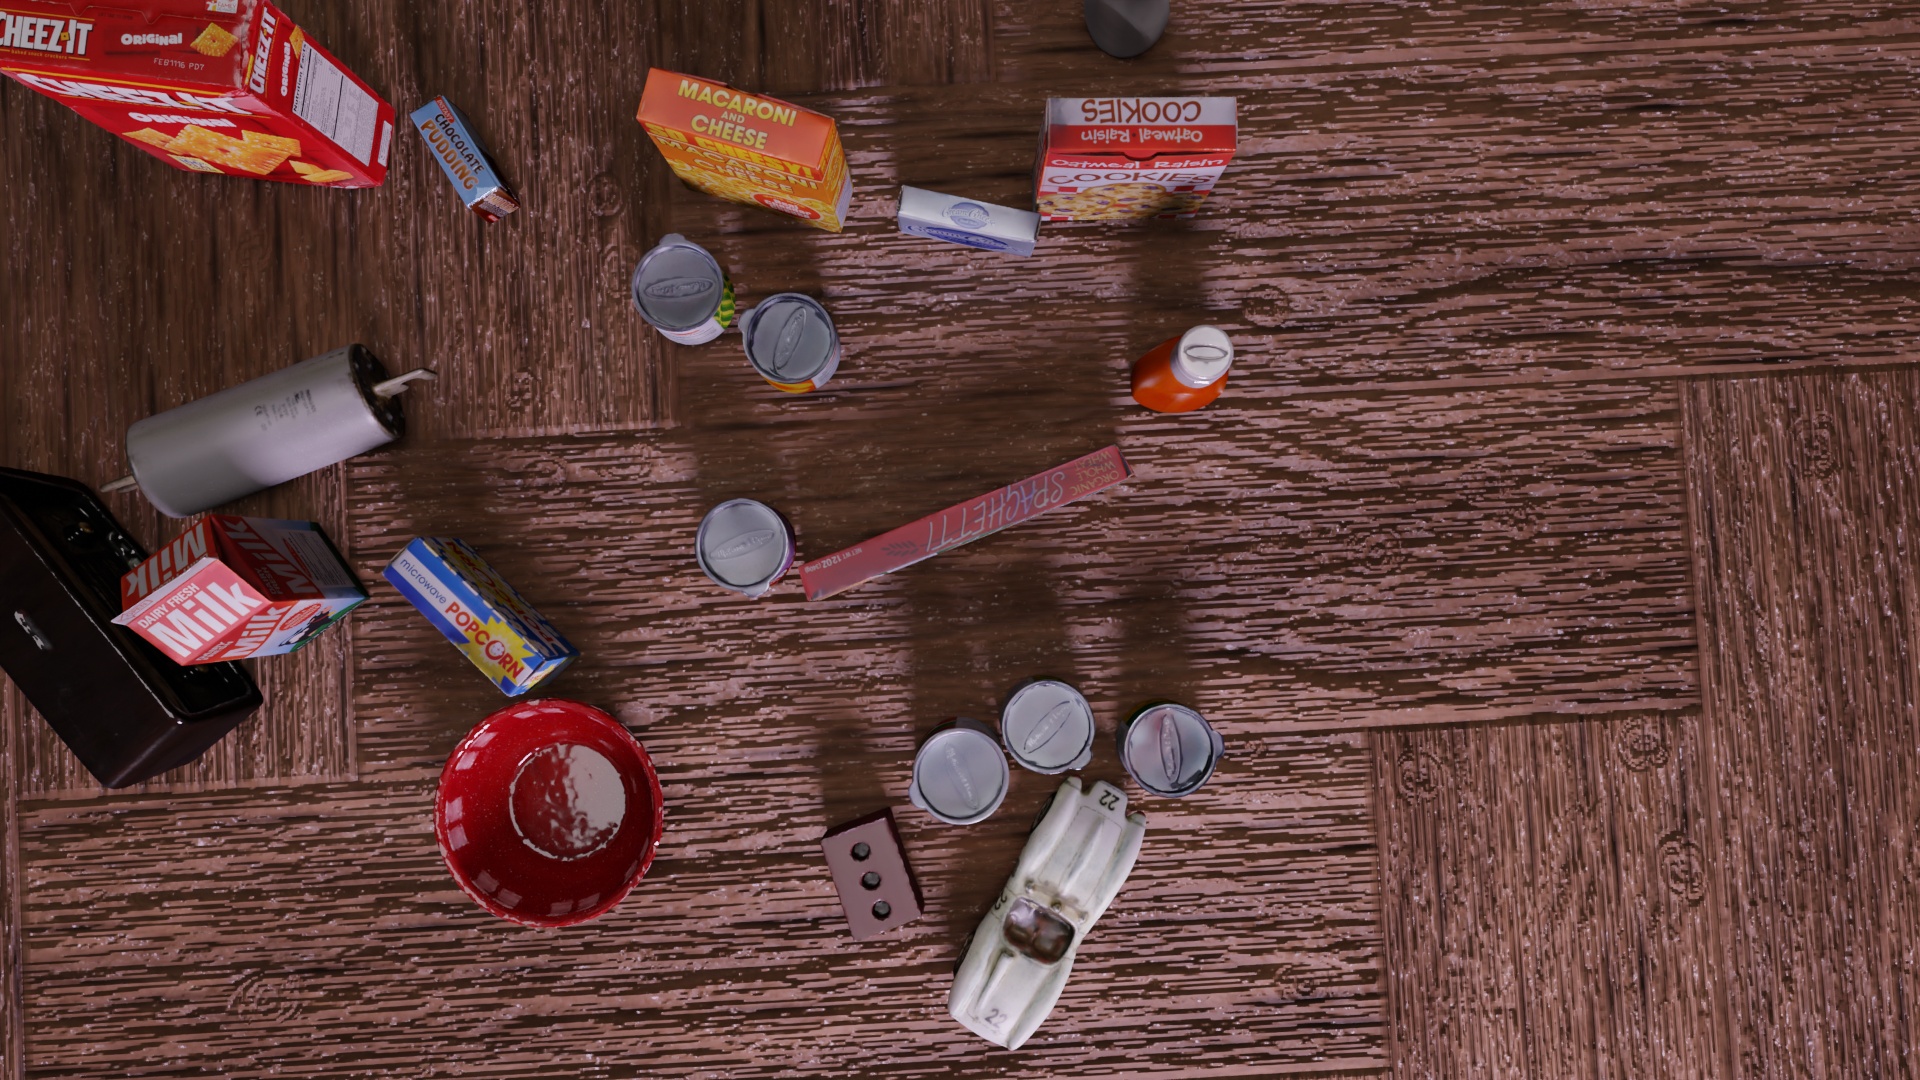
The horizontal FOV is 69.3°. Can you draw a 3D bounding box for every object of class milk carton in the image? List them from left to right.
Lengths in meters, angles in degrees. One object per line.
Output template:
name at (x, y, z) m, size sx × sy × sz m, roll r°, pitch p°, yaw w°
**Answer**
milk carton at (-0.486, 0.032, 0.936) m, size 0.072 × 0.190 × 0.073 m, roll -36°, pitch 89°, yaw -1°

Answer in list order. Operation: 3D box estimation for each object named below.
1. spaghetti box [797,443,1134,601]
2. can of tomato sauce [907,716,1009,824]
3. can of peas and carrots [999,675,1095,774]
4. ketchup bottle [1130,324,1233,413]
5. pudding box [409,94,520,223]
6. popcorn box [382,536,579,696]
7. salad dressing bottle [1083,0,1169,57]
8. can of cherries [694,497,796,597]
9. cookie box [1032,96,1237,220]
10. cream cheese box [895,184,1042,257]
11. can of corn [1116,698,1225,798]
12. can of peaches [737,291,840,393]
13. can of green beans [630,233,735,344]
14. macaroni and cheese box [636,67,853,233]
spaghetti box at (0.004, -0.013, 1.012) m, size 0.250 × 0.050 × 0.028 m, roll -21°, pitch 89°, yaw -1°
can of tomato sauce at (-0.002, 0.163, 0.989) m, size 0.071 × 0.083 × 0.071 m, roll 0°, pitch 88°, yaw 0°
can of peas and carrots at (0.064, 0.133, 1.002) m, size 0.071 × 0.058 × 0.071 m, roll 0°, pitch 88°, yaw 0°
ketchup bottle at (0.158, -0.119, 0.968) m, size 0.065 × 0.149 × 0.043 m, roll 3°, pitch 88°, yaw 0°
pudding box at (-0.363, -0.279, 1.020) m, size 0.030 × 0.049 × 0.083 m, roll -32°, pitch 88°, yaw -1°
popcorn box at (-0.339, 0.052, 0.989) m, size 0.127 × 0.085 × 0.038 m, roll 44°, pitch 89°, yaw 1°
salad dressing bottle at (0.121, -0.390, 0.979) m, size 0.064 × 0.147 × 0.044 m, roll 37°, pitch 89°, yaw 1°
can of cherries at (-0.154, 0.006, 1.006) m, size 0.071 × 0.058 × 0.071 m, roll 0°, pitch 88°, yaw 0°
cookie box at (0.115, -0.261, 0.964) m, size 0.123 × 0.167 × 0.040 m, roll -1°, pitch 88°, yaw 0°
cream cheese box at (0.006, -0.233, 1.019) m, size 0.104 × 0.053 × 0.024 m, roll 12°, pitch 88°, yaw 0°
can of corn at (0.150, 0.148, 1.003) m, size 0.071 × 0.058 × 0.071 m, roll 0°, pitch 88°, yaw 0°
can of peaches at (-0.124, -0.144, 1.012) m, size 0.071 × 0.058 × 0.071 m, roll 0°, pitch 88°, yaw 0°
can of green beans at (-0.201, -0.180, 1.013) m, size 0.071 × 0.058 × 0.071 m, roll 0°, pitch 88°, yaw 0°
macaroni and cheese box at (-0.143, -0.268, 0.963) m, size 0.124 × 0.166 × 0.040 m, roll 16°, pitch 88°, yaw 0°
